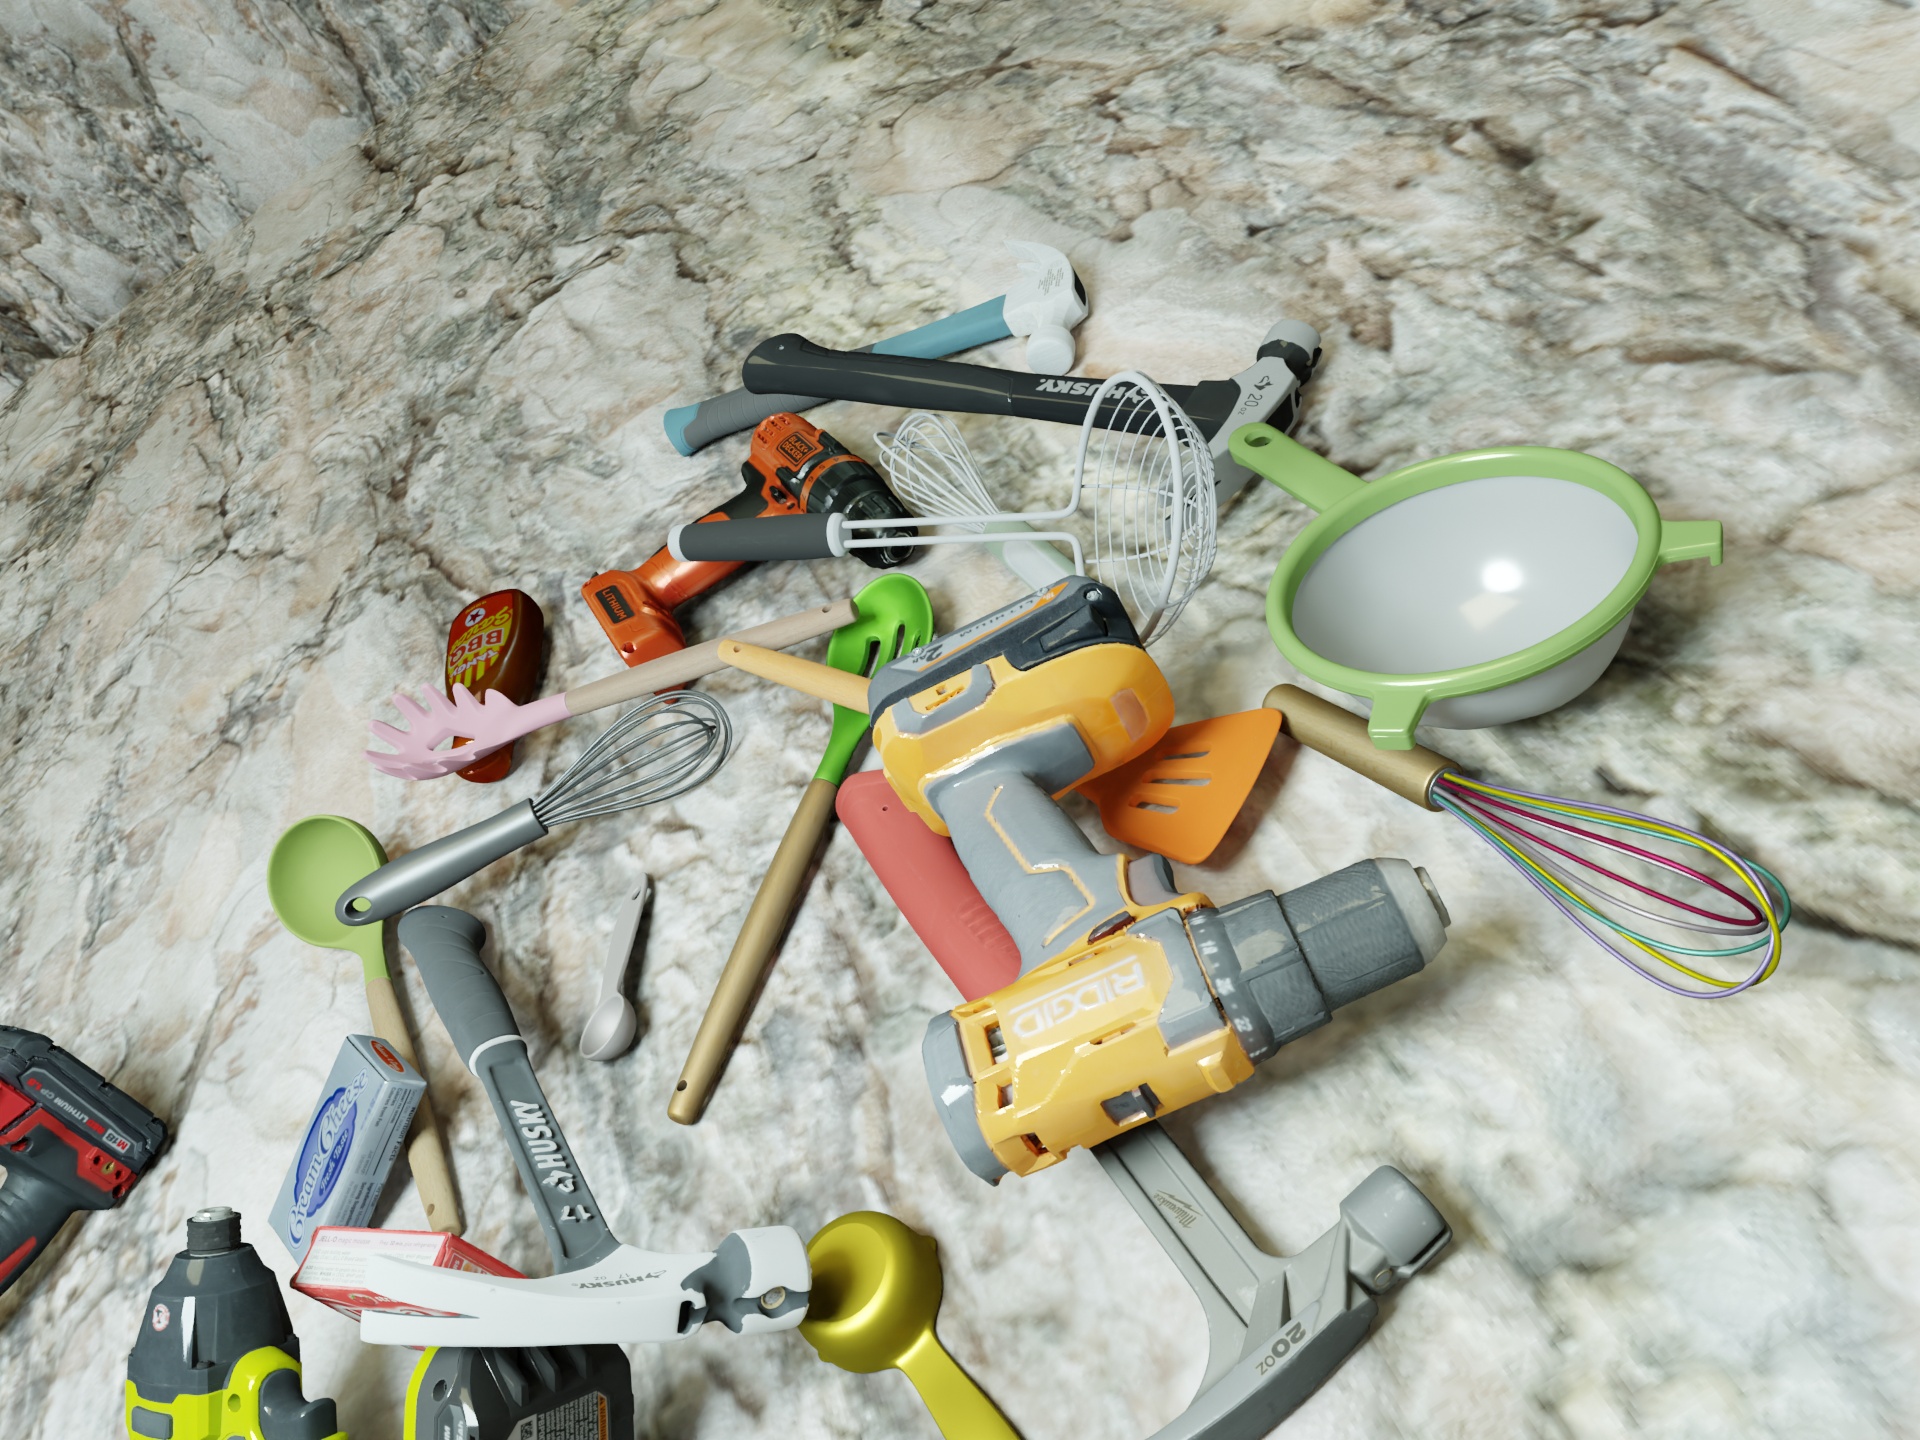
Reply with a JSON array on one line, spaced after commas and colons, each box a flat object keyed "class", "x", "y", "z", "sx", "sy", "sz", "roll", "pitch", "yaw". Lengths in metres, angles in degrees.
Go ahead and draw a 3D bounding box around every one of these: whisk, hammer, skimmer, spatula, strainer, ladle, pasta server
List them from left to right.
[{"class": "ladle", "x": -0.318, "y": 0.157, "z": 0.854, "sx": 0.078, "sy": 0.062, "sz": 0.320, "roll": -53, "pitch": 41, "yaw": 9}, {"class": "hammer", "x": -0.207, "y": 0.159, "z": 0.707, "sx": 0.409, "sy": 0.149, "sz": 0.036, "roll": 25, "pitch": 109, "yaw": 60}, {"class": "whisk", "x": -0.235, "y": 0.051, "z": 0.875, "sx": 0.239, "sy": 0.055, "sz": 0.055, "roll": -28, "pitch": 39, "yaw": -4}, {"class": "pasta server", "x": -0.202, "y": -0.021, "z": 0.899, "sx": 0.316, "sy": 0.040, "sz": 0.060, "roll": -16, "pitch": 51, "yaw": 20}, {"class": "hammer", "x": -0.067, "y": -0.238, "z": 1.070, "sx": 0.331, "sy": 0.033, "sz": 0.128, "roll": -12, "pitch": 46, "yaw": 28}, {"class": "skimmer", "x": -0.031, "y": -0.098, "z": 0.801, "sx": 0.363, "sy": 0.090, "sz": 0.127, "roll": 2, "pitch": 95, "yaw": 34}, {"class": "spatula", "x": -0.001, "y": -0.002, "z": 0.758, "sx": 0.323, "sy": 0.041, "sz": 0.081, "roll": 17, "pitch": 64, "yaw": 33}, {"class": "hammer", "x": 0.018, "y": -0.179, "z": 0.882, "sx": 0.335, "sy": 0.035, "sz": 0.146, "roll": 13, "pitch": 53, "yaw": 29}, {"class": "whisk", "x": 0.018, "y": -0.107, "z": 0.867, "sx": 0.247, "sy": 0.059, "sz": 0.057, "roll": 48, "pitch": 118, "yaw": 47}, {"class": "hammer", "x": 0.024, "y": 0.128, "z": 0.638, "sx": 0.149, "sy": 0.036, "sz": 0.359, "roll": -40, "pitch": 39, "yaw": -3}, {"class": "strainer", "x": 0.187, "y": -0.064, "z": 0.681, "sx": 0.151, "sy": 0.069, "sz": 0.257, "roll": -31, "pitch": 33, "yaw": -3}, {"class": "whisk", "x": 0.199, "y": 0.030, "z": 0.598, "sx": 0.051, "sy": 0.047, "sz": 0.245, "roll": -45, "pitch": 36, "yaw": -8}]

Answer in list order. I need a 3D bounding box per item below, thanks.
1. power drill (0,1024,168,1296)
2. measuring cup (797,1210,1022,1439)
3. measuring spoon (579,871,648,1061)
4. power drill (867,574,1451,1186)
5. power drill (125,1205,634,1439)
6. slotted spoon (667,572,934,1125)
[{"class": "power drill", "x": -0.550, "y": 0.267, "z": 0.819, "sx": 0.080, "sy": 0.187, "sz": 0.227, "roll": -3, "pitch": 46, "yaw": 34}, {"class": "measuring cup", "x": -0.013, "y": 0.232, "z": 0.565, "sx": 0.062, "sy": 0.029, "sz": 0.157, "roll": -44, "pitch": 38, "yaw": -9}, {"class": "measuring spoon", "x": -0.168, "y": 0.124, "z": 0.807, "sx": 0.034, "sy": 0.018, "sz": 0.124, "roll": -38, "pitch": 29, "yaw": 26}, {"class": "power drill", "x": 0.063, "y": 0.044, "z": 0.606, "sx": 0.185, "sy": 0.084, "sz": 0.226, "roll": -25, "pitch": 44, "yaw": 9}, {"class": "power drill", "x": -0.232, "y": 0.279, "z": 0.602, "sx": 0.223, "sy": 0.080, "sz": 0.171, "roll": -5, "pitch": 84, "yaw": 31}, {"class": "slotted spoon", "x": -0.078, "y": 0.055, "z": 0.796, "sx": 0.070, "sy": 0.031, "sz": 0.314, "roll": -3, "pitch": 52, "yaw": 35}]
